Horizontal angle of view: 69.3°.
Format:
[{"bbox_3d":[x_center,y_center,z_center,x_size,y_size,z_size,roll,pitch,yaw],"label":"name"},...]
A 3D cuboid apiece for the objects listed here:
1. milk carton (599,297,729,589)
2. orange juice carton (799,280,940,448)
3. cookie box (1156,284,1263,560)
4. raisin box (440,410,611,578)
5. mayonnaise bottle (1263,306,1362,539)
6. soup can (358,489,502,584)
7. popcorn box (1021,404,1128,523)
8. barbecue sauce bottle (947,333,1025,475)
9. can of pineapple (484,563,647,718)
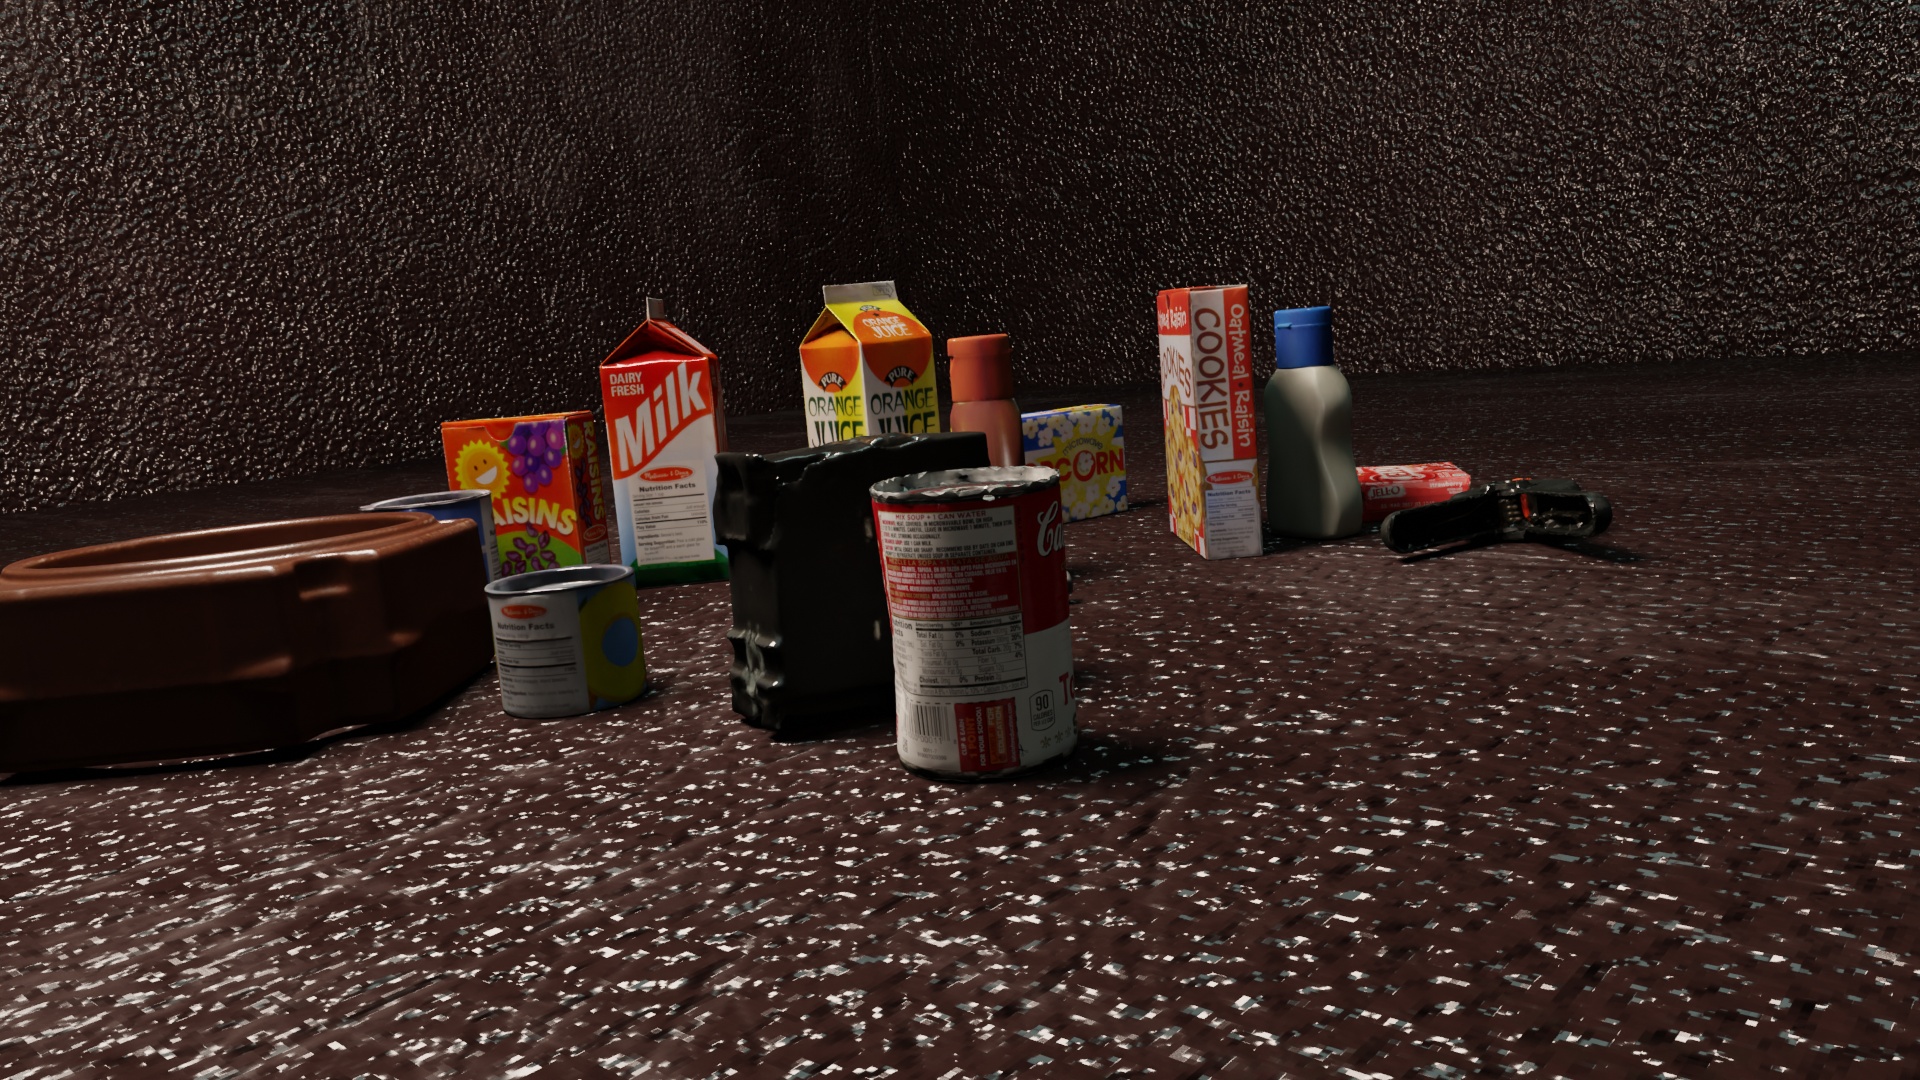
[{"bbox_3d":[-0.197,-0.068,0.943,0.073,0.190,0.072,-5,8,-4],"label":"milk carton"},{"bbox_3d":[-0.066,-0.093,1.025,0.072,0.192,0.073,-13,11,-43],"label":"orange juice carton"},{"bbox_3d":[0.159,-0.080,0.900,0.040,0.167,0.123,-5,8,0],"label":"cookie box"},{"bbox_3d":[-0.266,-0.015,0.856,0.086,0.123,0.040,-3,8,14],"label":"raisin box"},{"bbox_3d":[0.227,-0.077,0.904,0.041,0.147,0.065,-10,10,-33],"label":"mayonnaise bottle"},{"bbox_3d":[-0.302,0.017,0.799,0.071,0.083,0.071,-5,8,1],"label":"soup can"},{"bbox_3d":[0.069,-0.056,1.064,0.127,0.085,0.038,-11,10,-36],"label":"popcorn box"},{"bbox_3d":[0.017,-0.047,0.827,0.044,0.148,0.065,-6,8,-6],"label":"barbecue sauce bottle"},{"bbox_3d":[-0.179,0.044,0.637,0.071,0.057,0.071,-5,8,1],"label":"can of pineapple"}]
